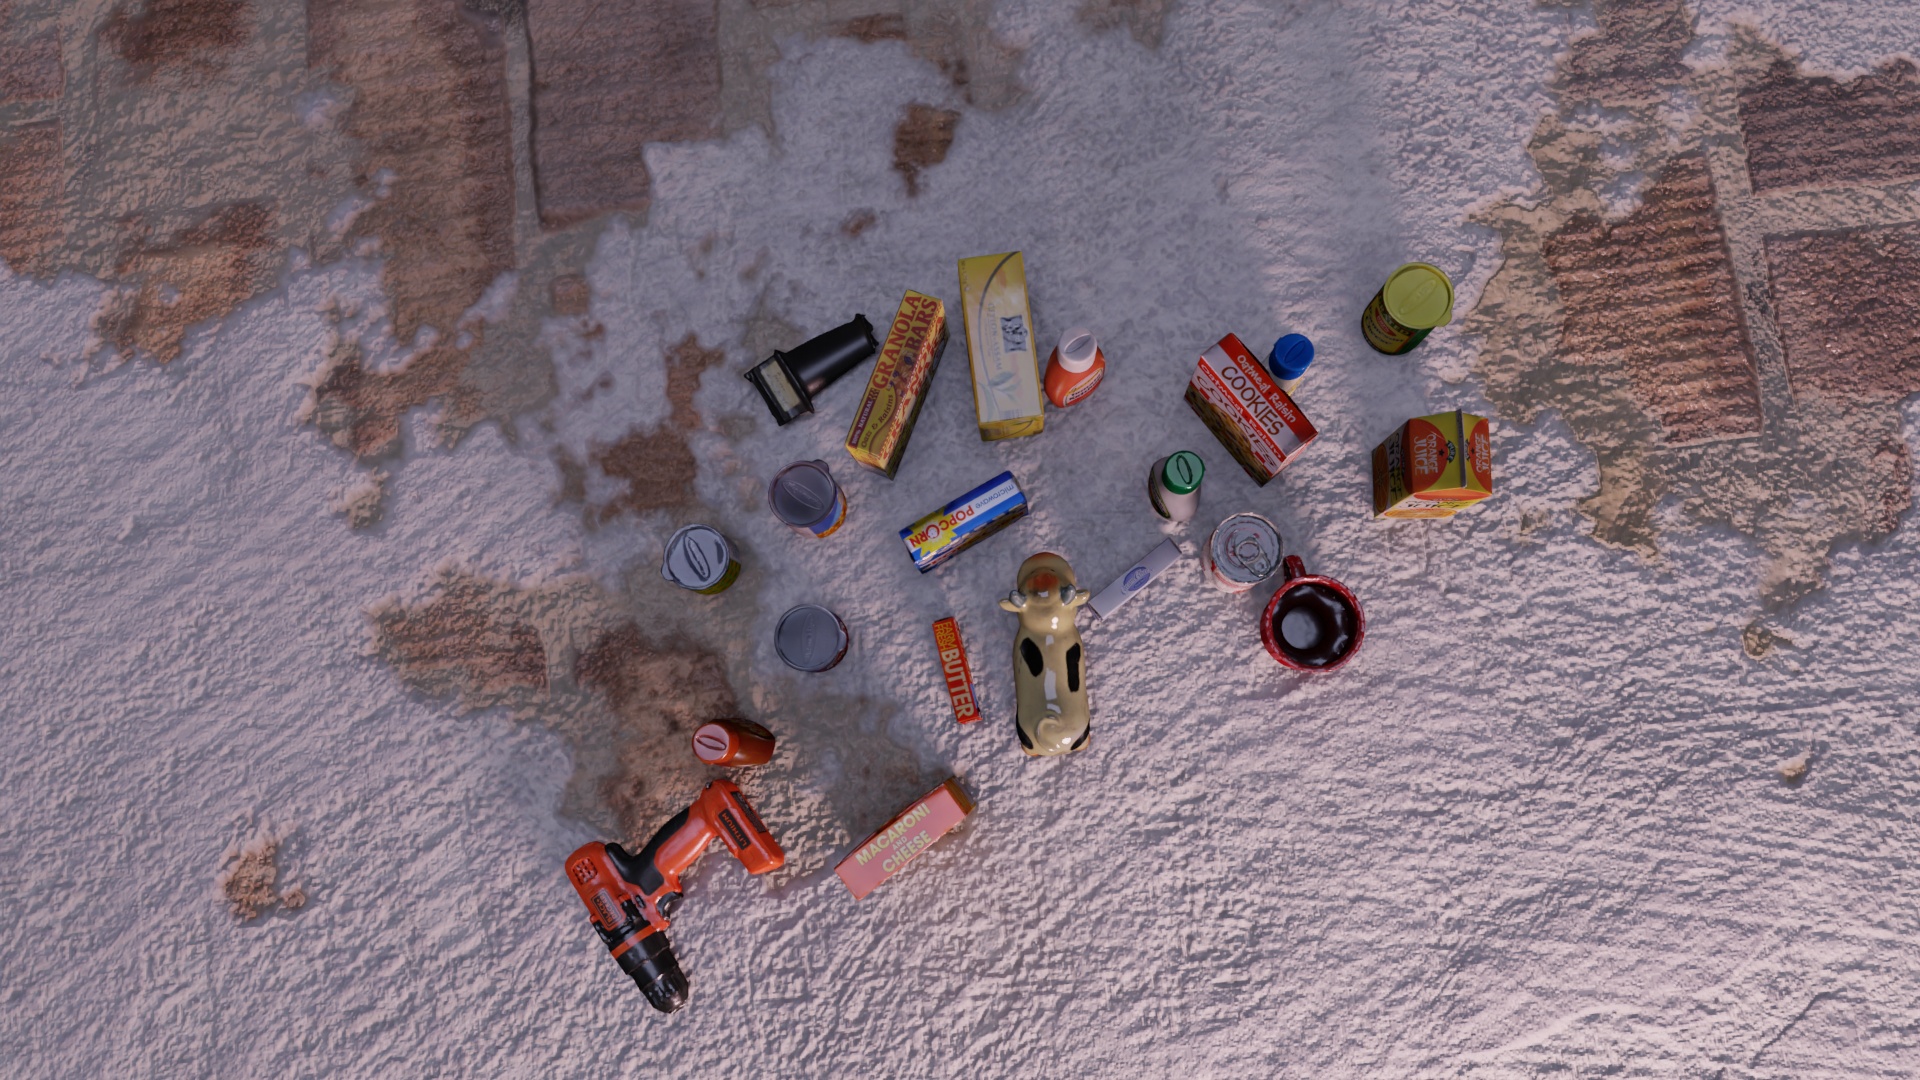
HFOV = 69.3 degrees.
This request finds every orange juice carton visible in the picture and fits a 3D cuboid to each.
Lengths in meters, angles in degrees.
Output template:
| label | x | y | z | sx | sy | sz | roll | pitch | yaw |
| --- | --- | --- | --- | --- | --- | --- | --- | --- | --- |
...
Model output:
| label | x | y | z | sx | sy | sz | roll | pitch | yaw |
| --- | --- | --- | --- | --- | --- | --- | --- | --- | --- |
| orange juice carton | 0.443 | -0.068 | 1.298 | 0.073 | 0.192 | 0.072 | 0 | 82 | 4 |

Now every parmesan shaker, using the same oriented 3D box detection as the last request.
| label | x | y | z | sx | sy | sz | roll | pitch | yaw |
| --- | --- | --- | --- | --- | --- | --- | --- | --- | --- |
| parmesan shaker | 0.440 | -0.224 | 1.367 | 0.071 | 0.103 | 0.071 | 0 | 82 | 3 |

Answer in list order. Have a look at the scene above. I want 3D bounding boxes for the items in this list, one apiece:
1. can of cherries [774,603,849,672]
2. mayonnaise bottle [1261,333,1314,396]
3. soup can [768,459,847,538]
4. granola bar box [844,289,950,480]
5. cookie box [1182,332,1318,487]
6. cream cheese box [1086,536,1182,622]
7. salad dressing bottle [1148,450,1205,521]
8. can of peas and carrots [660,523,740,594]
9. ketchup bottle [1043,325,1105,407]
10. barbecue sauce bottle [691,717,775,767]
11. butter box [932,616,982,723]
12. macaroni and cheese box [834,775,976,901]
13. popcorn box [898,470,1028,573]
| label | x | y | z | sx | sy | sz | roll | pitch | yaw |
| --- | --- | --- | --- | --- | --- | --- | --- | --- | --- |
| can of cherries | -0.144 | 0.099 | 1.376 | 0.071 | 0.058 | 0.071 | 0 | 82 | 3 |
| mayonnaise bottle | 0.310 | -0.162 | 1.343 | 0.041 | 0.148 | 0.065 | 42 | 87 | 8 |
| soup can | -0.149 | -0.041 | 1.385 | 0.071 | 0.083 | 0.071 | 0 | 82 | 3 |
| granola bar box | -0.061 | -0.152 | 1.375 | 0.039 | 0.124 | 0.165 | 20 | 84 | 6 |
| cookie box | 0.274 | -0.122 | 1.329 | 0.040 | 0.167 | 0.123 | -39 | 82 | -2 |
| cream cheese box | 0.171 | 0.040 | 1.369 | 0.104 | 0.053 | 0.024 | -39 | 82 | -2 |
| salad dressing bottle | 0.208 | -0.056 | 1.333 | 0.044 | 0.147 | 0.064 | -17 | 82 | 1 |
| can of peas and carrots | -0.260 | 0.021 | 1.395 | 0.071 | 0.058 | 0.071 | 0 | 82 | 3 |
| ketchup bottle | 0.112 | -0.172 | 1.355 | 0.065 | 0.148 | 0.043 | -36 | 82 | -2 |
| barbecue sauce bottle | -0.220 | 0.192 | 1.322 | 0.065 | 0.148 | 0.043 | 18 | 84 | 6 |
| butter box | -0.003 | 0.128 | 1.366 | 0.024 | 0.053 | 0.103 | -15 | 81 | 1 |
| macaroni and cheese box | -0.049 | 0.273 | 1.291 | 0.124 | 0.166 | 0.040 | -38 | 82 | -2 |
| popcorn box | 0.005 | -0.017 | 1.371 | 0.127 | 0.085 | 0.038 | -29 | 81 | -1 |
